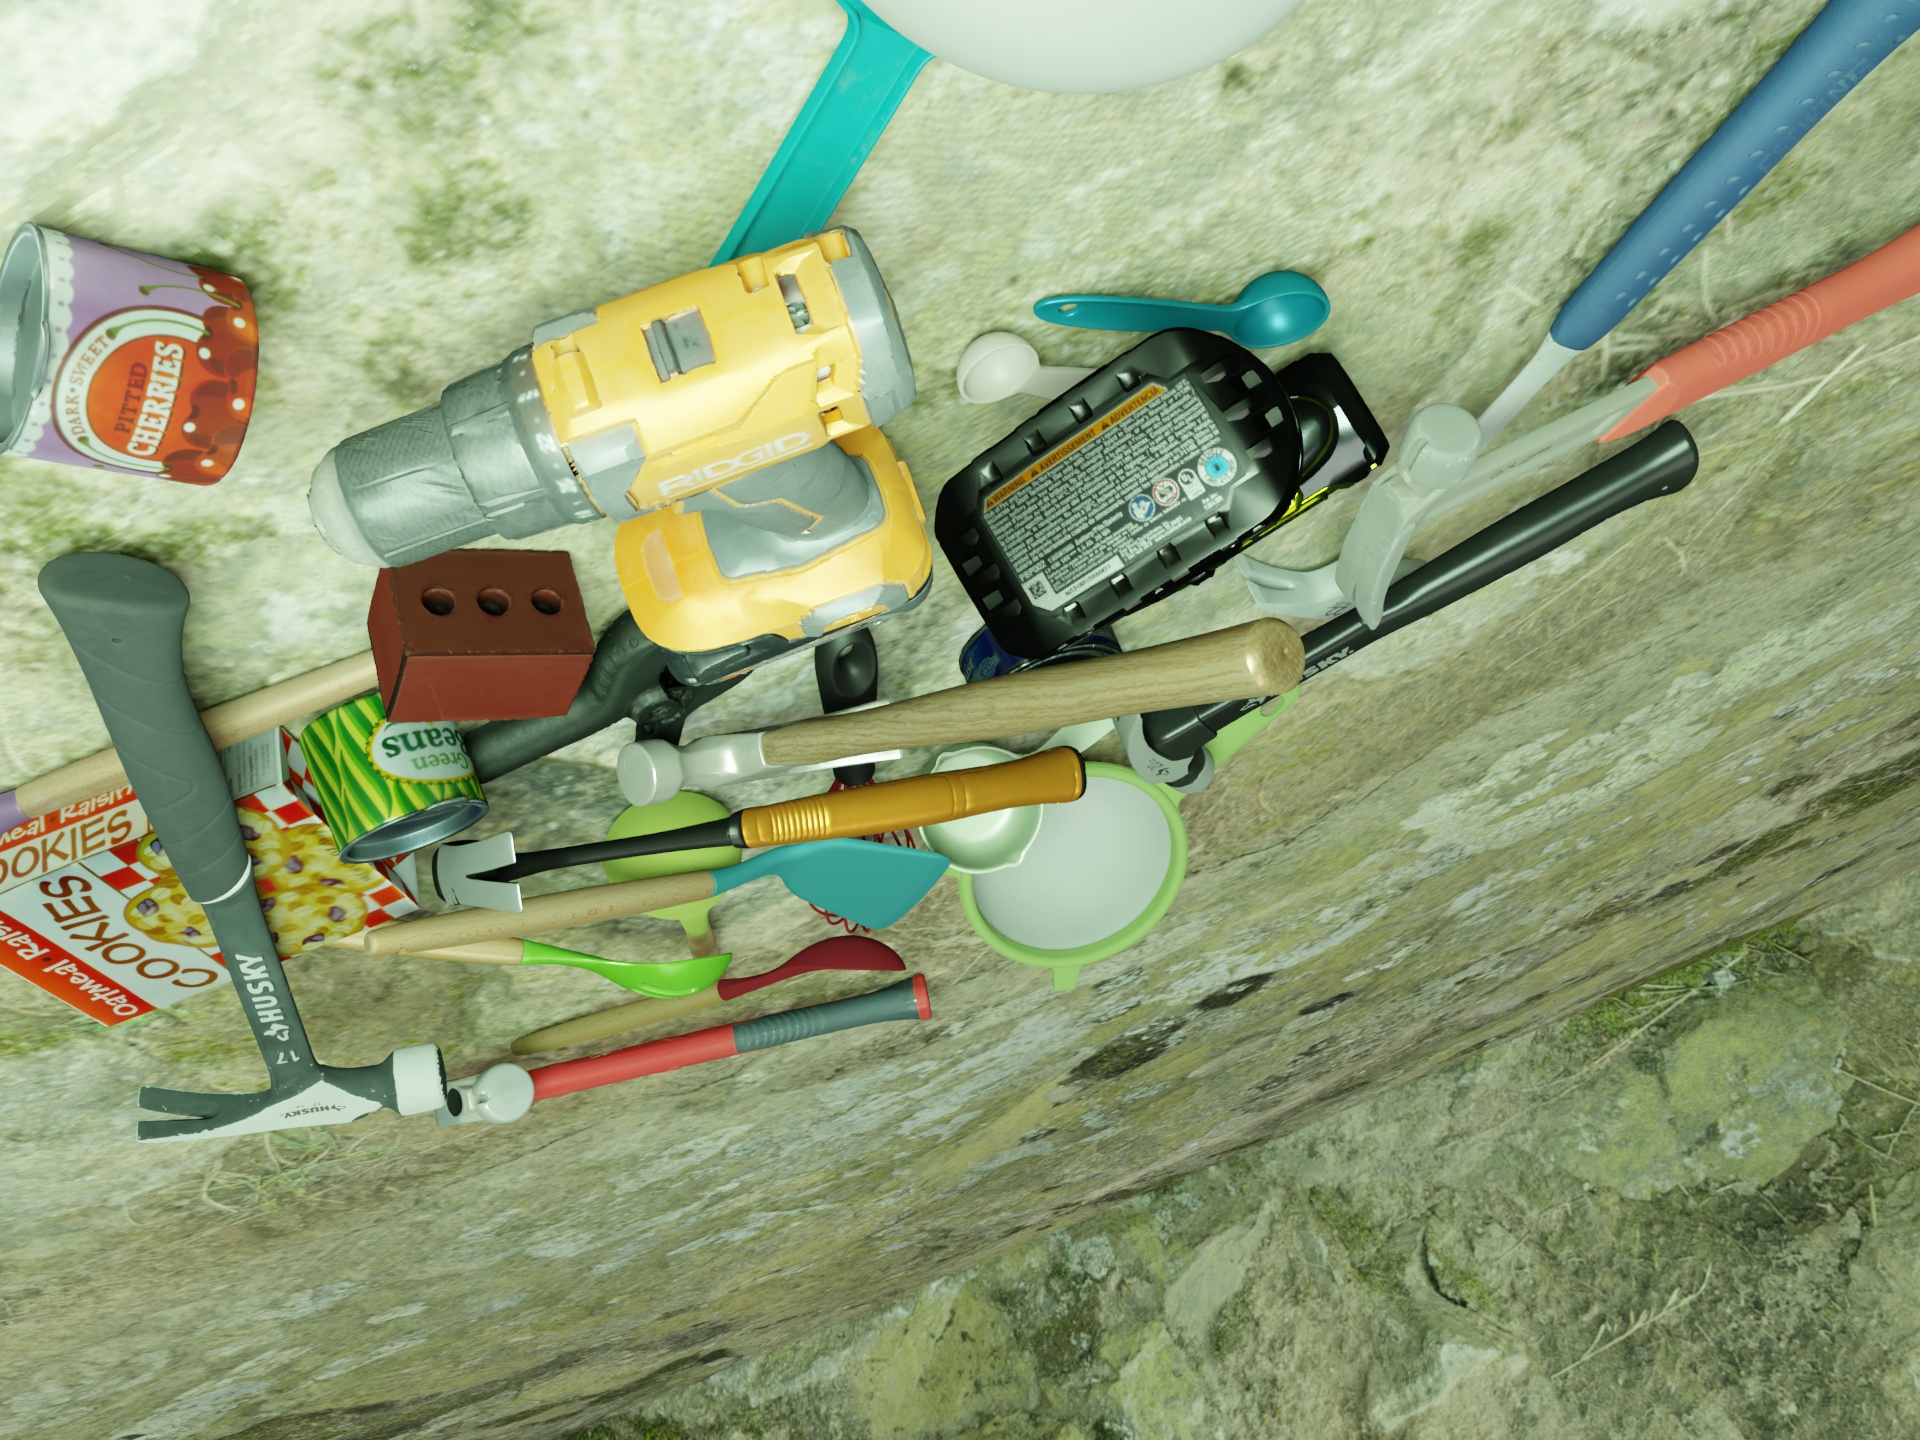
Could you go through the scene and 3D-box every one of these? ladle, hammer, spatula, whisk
[{"bbox_3d":[-0.177,0.186,1.055,0.315,0.031,0.069,-18,163,24],"label":"ladle"},{"bbox_3d":[-0.079,0.049,0.786,0.336,0.034,0.127,-8,179,-28],"label":"hammer"},{"bbox_3d":[-0.191,0.241,1.180,0.386,0.038,0.143,-6,170,-37],"label":"hammer"},{"bbox_3d":[-0.001,-0.002,0.674,0.331,0.031,0.130,-10,180,44],"label":"hammer"},{"bbox_3d":[-0.149,0.097,0.827,0.317,0.044,0.082,-6,149,-42],"label":"spatula"},{"bbox_3d":[0.344,-0.159,0.757,0.359,0.037,0.149,-26,158,-11],"label":"hammer"},{"bbox_3d":[-0.327,0.080,0.701,0.149,0.036,0.408,-8,141,-16],"label":"hammer"},{"bbox_3d":[0.230,-0.062,0.853,0.335,0.035,0.146,-30,153,17],"label":"hammer"},{"bbox_3d":[-0.372,0.023,0.673,0.316,0.018,0.059,-21,131,-2],"label":"spatula"},{"bbox_3d":[0.279,-0.174,0.756,0.144,0.035,0.405,-5,149,-30],"label":"hammer"},{"bbox_3d":[-0.060,0.038,0.892,0.073,0.073,0.295,-15,147,-12],"label":"whisk"},{"bbox_3d":[-0.168,0.124,1.004,0.078,0.062,0.320,-17,160,-11],"label":"ladle"}]

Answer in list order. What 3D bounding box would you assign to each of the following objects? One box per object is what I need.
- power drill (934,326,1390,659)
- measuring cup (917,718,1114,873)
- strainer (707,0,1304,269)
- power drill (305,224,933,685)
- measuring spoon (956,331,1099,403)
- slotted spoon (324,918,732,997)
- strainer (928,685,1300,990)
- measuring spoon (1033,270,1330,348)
[{"bbox_3d":[0.076,-0.086,0.666,0.190,0.080,0.228,-32,176,20],"label":"power drill"},{"bbox_3d":[0.044,0.023,0.948,0.167,0.083,0.038,-38,-166,-7],"label":"measuring cup"},{"bbox_3d":[0.013,-0.202,0.444,0.211,0.095,0.340,2,144,-39],"label":"strainer"},{"bbox_3d":[-0.101,-0.077,0.561,0.185,0.084,0.226,-21,168,-1],"label":"power drill"},{"bbox_3d":[0.045,-0.146,0.668,0.124,0.018,0.034,-4,149,-44],"label":"measuring spoon"},{"bbox_3d":[-0.271,0.126,0.883,0.313,0.031,0.070,14,161,-33],"label":"slotted spoon"},{"bbox_3d":[0.106,0.047,1.023,0.256,0.069,0.151,-41,118,7],"label":"strainer"},{"bbox_3d":[0.090,-0.173,0.649,0.128,0.021,0.042,-2,161,-16],"label":"measuring spoon"}]
